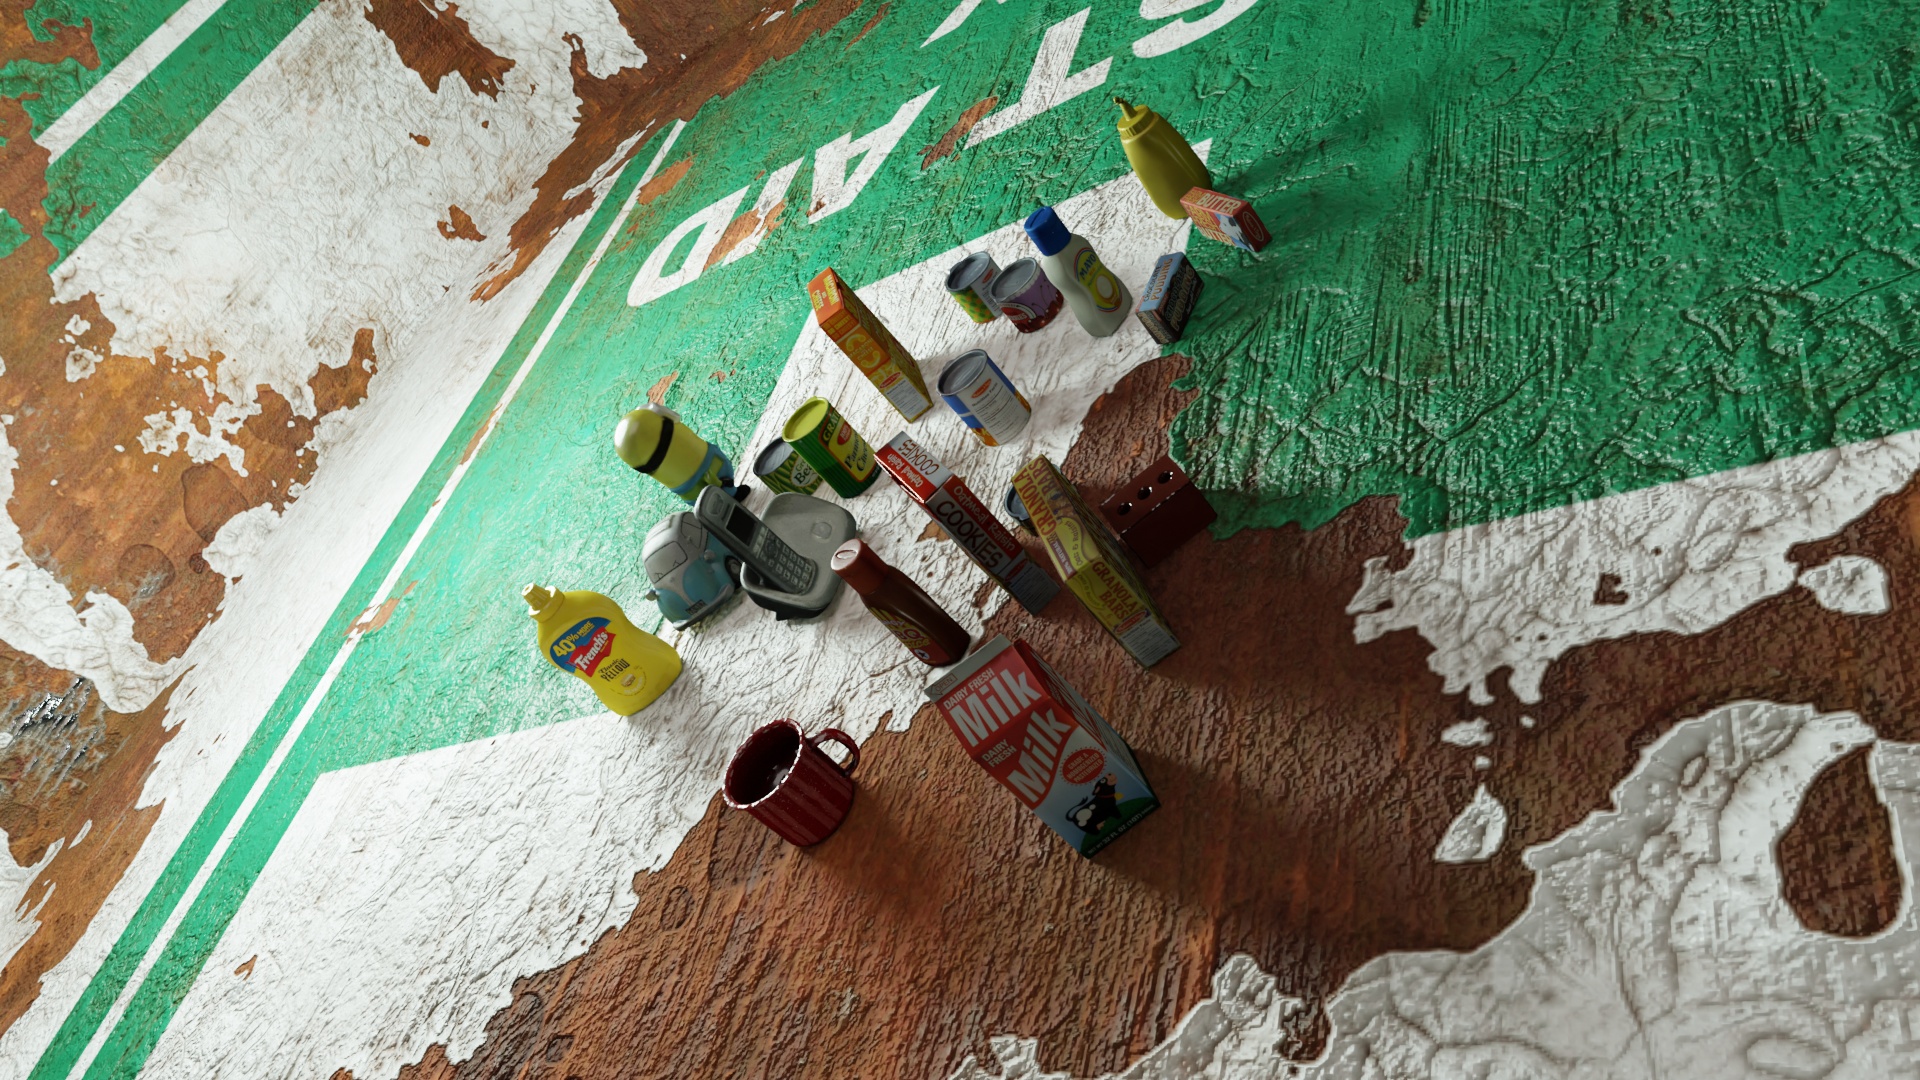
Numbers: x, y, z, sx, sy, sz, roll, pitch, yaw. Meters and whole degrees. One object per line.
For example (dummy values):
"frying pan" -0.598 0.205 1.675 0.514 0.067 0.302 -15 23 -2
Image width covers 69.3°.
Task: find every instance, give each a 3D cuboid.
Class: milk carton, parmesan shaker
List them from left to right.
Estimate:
"parmesan shaker" -0.143 -0.106 1.574 0.071 0.103 0.072 -28 36 23
"milk carton" 0.057 0.141 1.000 0.072 0.190 0.074 -38 33 9

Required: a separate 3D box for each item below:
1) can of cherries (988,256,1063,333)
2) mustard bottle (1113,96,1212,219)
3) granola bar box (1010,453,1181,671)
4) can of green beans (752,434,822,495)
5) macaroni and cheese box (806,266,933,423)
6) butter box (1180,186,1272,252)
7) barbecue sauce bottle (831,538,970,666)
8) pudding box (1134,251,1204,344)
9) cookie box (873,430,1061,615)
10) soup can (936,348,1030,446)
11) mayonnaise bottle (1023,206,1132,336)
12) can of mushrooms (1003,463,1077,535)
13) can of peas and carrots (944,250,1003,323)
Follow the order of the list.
"can of cherries" 0.074 -0.276 1.577 0.071 0.058 0.072 -28 36 23
"mustard bottle" 0.212 -0.420 1.499 0.065 0.160 0.049 -19 40 33
"granola bar box" 0.109 0.016 1.147 0.039 0.124 0.166 -38 33 9
"can of green beans" -0.204 -0.084 1.656 0.071 0.057 0.071 -28 36 23
"macaroni and cheese box" -0.105 -0.228 1.613 0.040 0.166 0.124 -37 33 11
"butter box" 0.272 -0.332 1.433 0.024 0.053 0.104 -45 33 -2
"barbecue sauce bottle" -0.057 0.056 1.255 0.065 0.148 0.044 -1 52 47
"pudding box" 0.211 -0.245 1.404 0.030 0.049 0.084 -5 49 45
"cookie box" 0.004 -0.016 1.254 0.040 0.167 0.123 -45 33 -2
"soup can" 0.024 -0.151 1.464 0.071 0.083 0.072 -28 36 23
"mayonnaise bottle" 0.121 -0.283 1.451 0.041 0.147 0.065 3 55 49
"can of mushrooms" 0.076 -0.037 1.326 0.071 0.033 0.071 -28 36 23
"can of peas and carrots" 0.023 -0.302 1.660 0.071 0.058 0.071 -28 36 23
